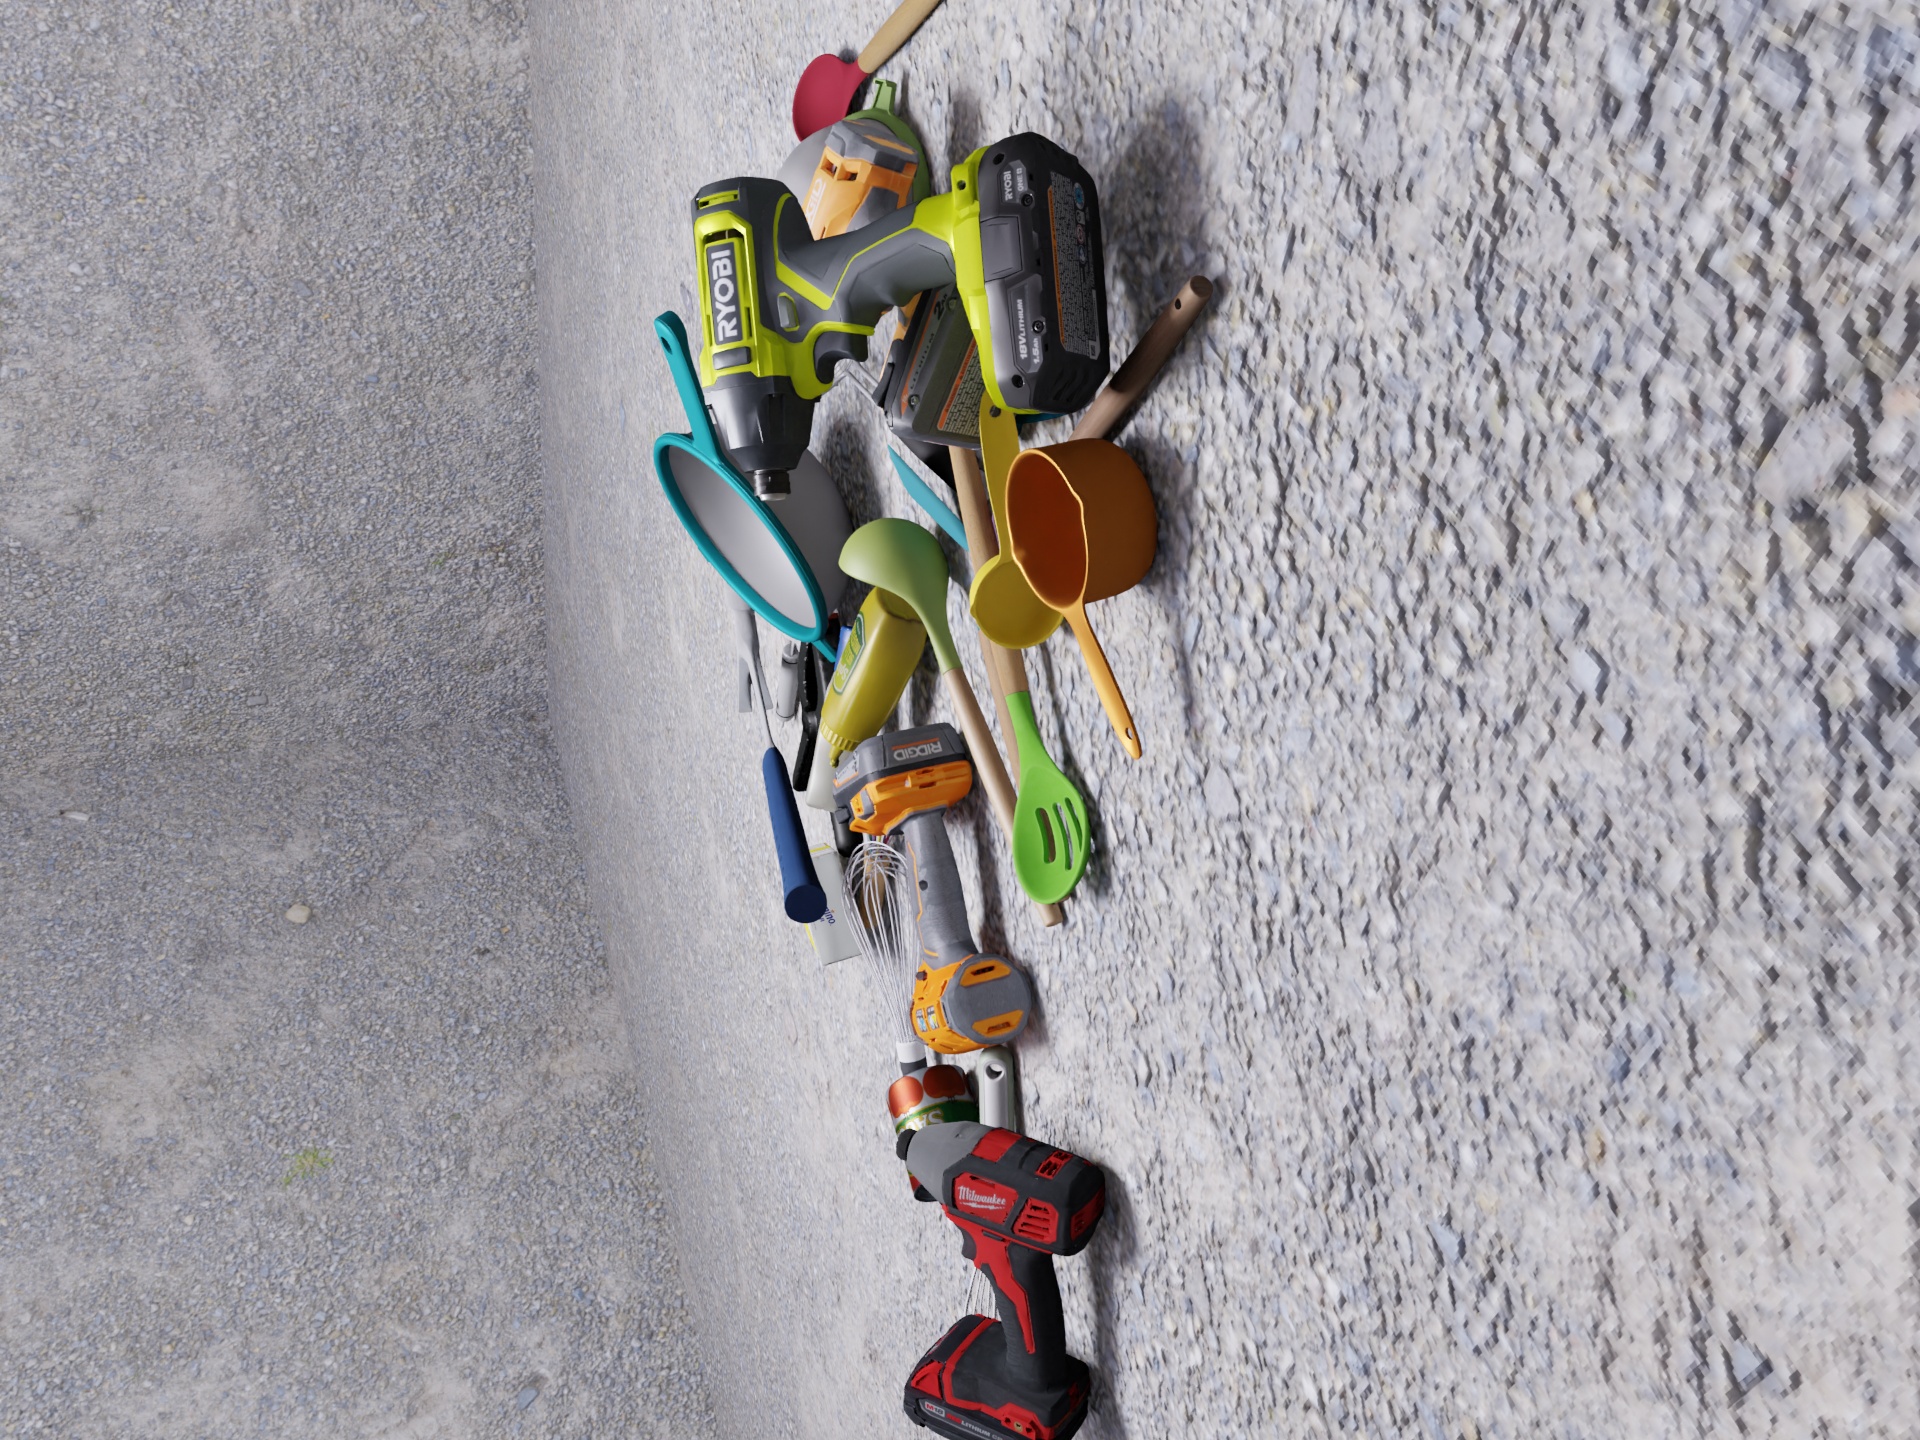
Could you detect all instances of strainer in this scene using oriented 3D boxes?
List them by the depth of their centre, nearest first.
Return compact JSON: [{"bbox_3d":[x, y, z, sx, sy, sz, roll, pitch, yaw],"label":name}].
[{"bbox_3d":[-0.127,-0.337,1.140,0.256,0.069,0.151,-24,74,44],"label":"strainer"},{"bbox_3d":[-0.162,-0.211,1.276,0.211,0.095,0.340,38,158,29],"label":"strainer"},{"bbox_3d":[-0.161,-0.068,1.511,0.258,0.050,0.087,105,166,-54],"label":"strainer"}]

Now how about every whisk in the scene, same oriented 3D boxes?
[{"bbox_3d":[0.027,0.353,1.145,0.059,0.058,0.246,-32,-59,-79],"label":"whisk"},{"bbox_3d":[-0.047,0.236,1.291,0.070,0.070,0.284,-170,69,-69],"label":"whisk"},{"bbox_3d":[-0.068,0.098,1.315,0.244,0.051,0.047,100,148,-47],"label":"whisk"}]

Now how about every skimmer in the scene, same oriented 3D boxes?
[{"bbox_3d":[-0.082,-0.247,1.153,0.127,0.090,0.364,-56,37,13],"label":"skimmer"}]

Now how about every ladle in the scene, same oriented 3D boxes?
[{"bbox_3d":[-0.002,-0.003,1.080,0.062,0.078,0.320,-45,60,46],"label":"ladle"},{"bbox_3d":[-0.057,-0.466,1.100,0.315,0.031,0.069,-175,80,-68],"label":"ladle"}]

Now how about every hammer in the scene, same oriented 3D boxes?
[{"bbox_3d":[-0.165,0.032,1.396,0.406,0.035,0.144,-111,16,-52],"label":"hammer"}]

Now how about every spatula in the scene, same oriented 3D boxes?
[{"bbox_3d":[0.068,-0.156,0.885,0.316,0.018,0.060,133,120,-66],"label":"spatula"},{"bbox_3d":[0.015,-0.032,1.038,0.082,0.044,0.318,64,-169,-76],"label":"spatula"}]

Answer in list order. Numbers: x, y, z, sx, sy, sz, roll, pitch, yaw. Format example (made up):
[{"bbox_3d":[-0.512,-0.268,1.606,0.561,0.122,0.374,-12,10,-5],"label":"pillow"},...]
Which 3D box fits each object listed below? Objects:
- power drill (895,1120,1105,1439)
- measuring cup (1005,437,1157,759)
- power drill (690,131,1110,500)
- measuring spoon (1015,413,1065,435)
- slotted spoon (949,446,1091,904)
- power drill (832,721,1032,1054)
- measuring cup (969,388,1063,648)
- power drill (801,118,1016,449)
[{"bbox_3d":[0.021,0.369,1.050,0.143,0.078,0.219,12,112,30],"label":"power drill"},{"bbox_3d":[0.081,-0.067,0.844,0.174,0.052,0.095,69,158,4],"label":"measuring cup"},{"bbox_3d":[-0.039,-0.212,0.842,0.223,0.080,0.171,-3,95,30],"label":"power drill"},{"bbox_3d":[0.048,-0.184,0.941,0.129,0.021,0.042,2,94,60],"label":"measuring spoon"},{"bbox_3d":[0.031,-0.042,0.992,0.070,0.031,0.314,-24,75,49],"label":"slotted spoon"},{"bbox_3d":[-0.025,0.131,1.157,0.164,0.084,0.227,136,120,-66],"label":"power drill"},{"bbox_3d":[0.027,-0.120,0.937,0.029,0.062,0.156,-121,22,-70],"label":"measuring cup"},{"bbox_3d":[-0.047,-0.247,0.983,0.226,0.084,0.185,50,126,42],"label":"power drill"}]
